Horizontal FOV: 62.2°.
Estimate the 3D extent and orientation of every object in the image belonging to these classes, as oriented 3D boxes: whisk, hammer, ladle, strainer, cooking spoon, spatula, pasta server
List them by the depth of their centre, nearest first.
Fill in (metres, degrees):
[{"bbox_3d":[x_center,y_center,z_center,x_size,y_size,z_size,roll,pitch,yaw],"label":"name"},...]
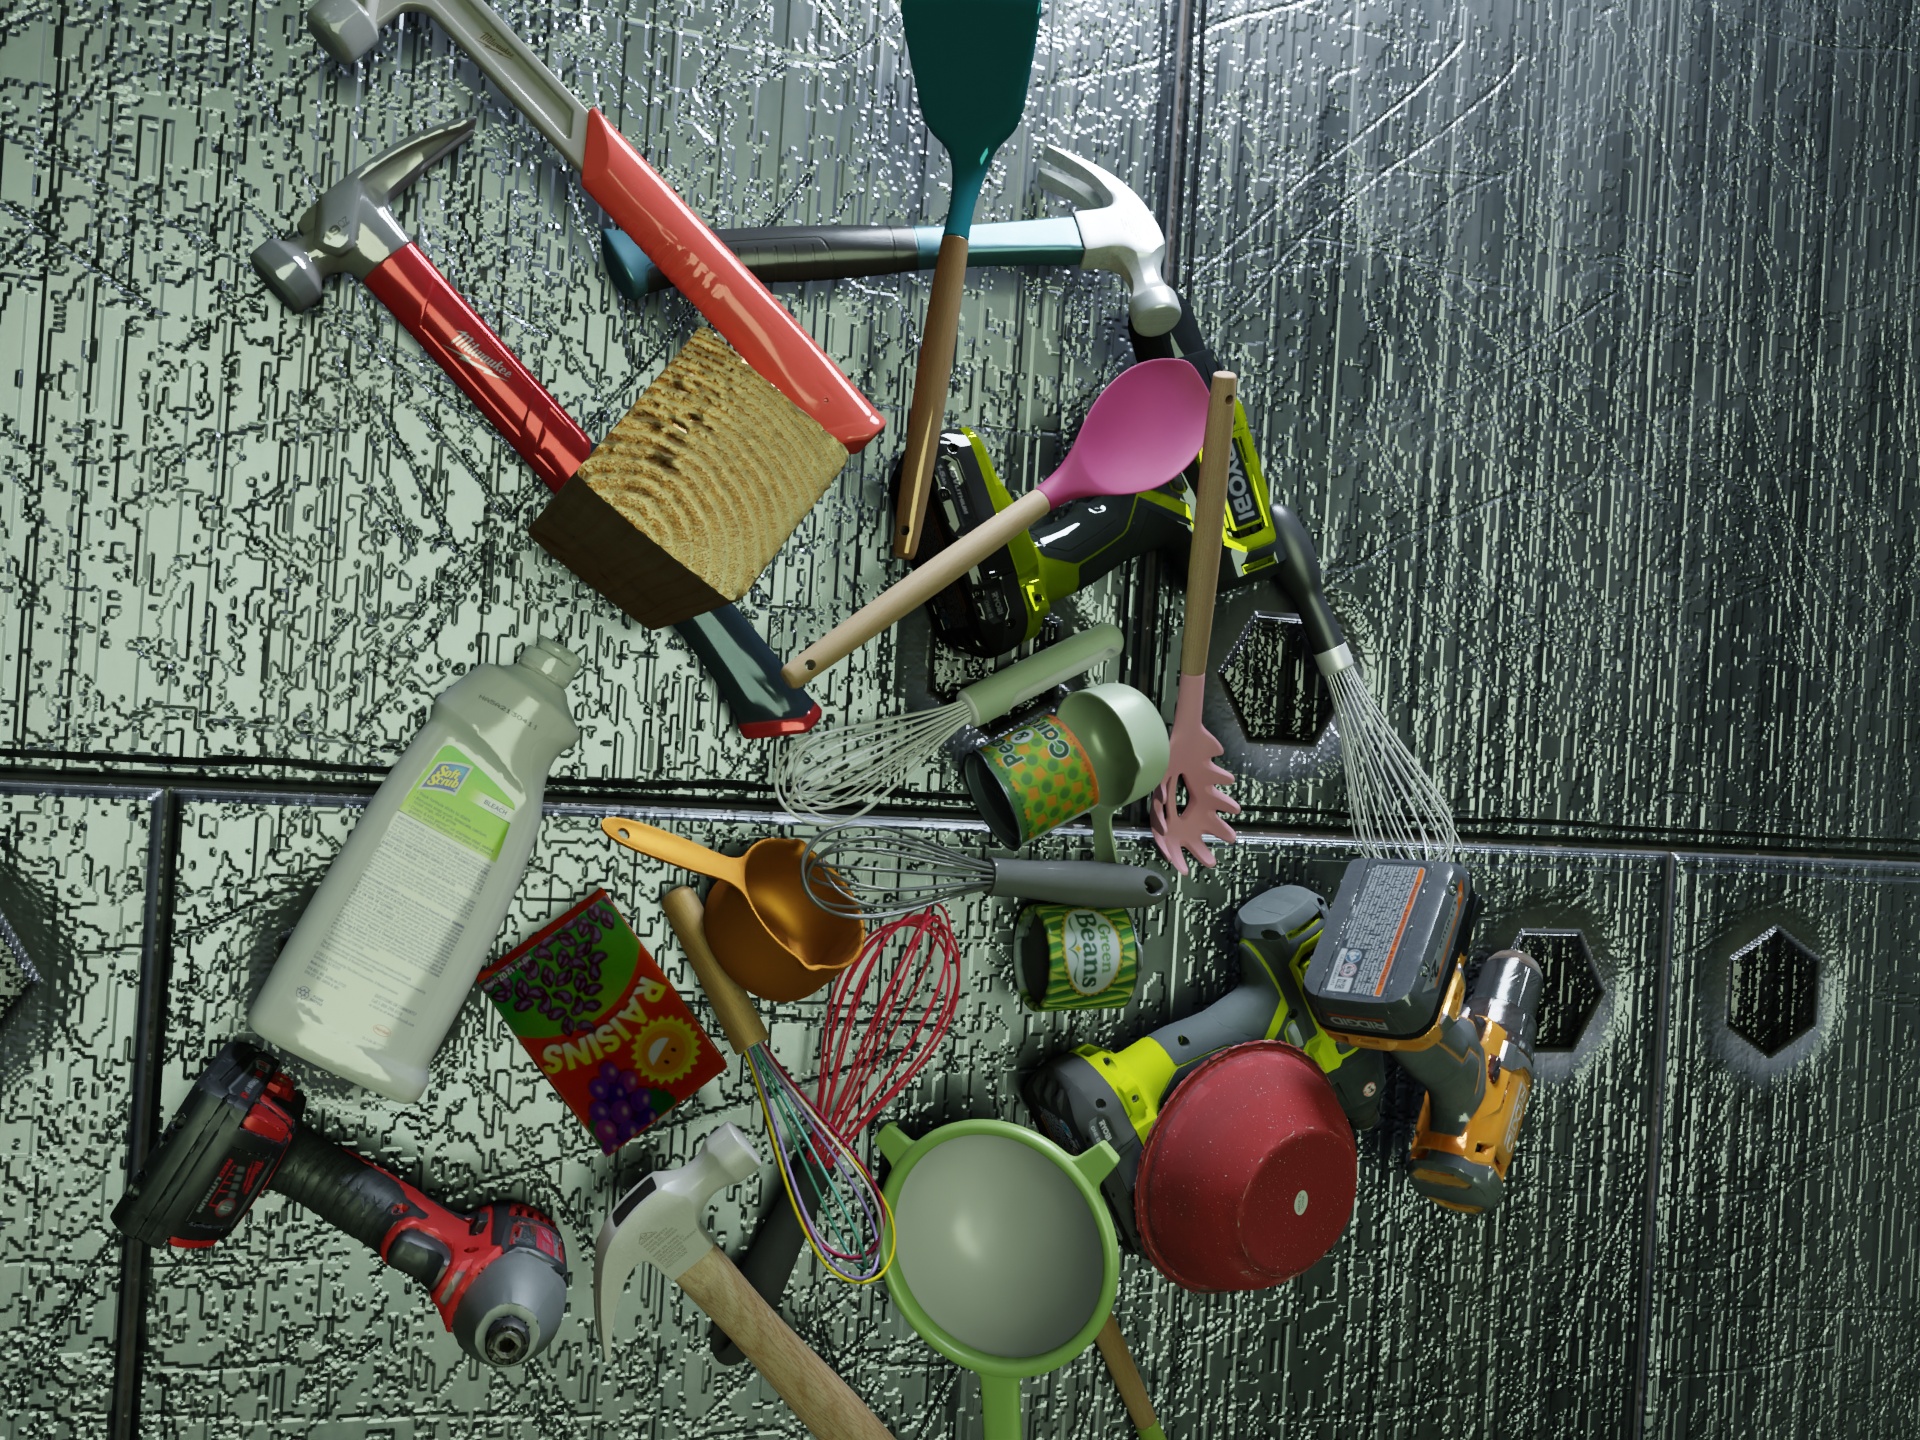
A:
[{"bbox_3d":[-0.168,-0.289,0.862,0.359,0.037,0.149,46,75,-7],"label":"hammer"},{"bbox_3d":[-0.012,-0.247,0.887,0.082,0.044,0.317,7,85,16],"label":"spatula"},{"bbox_3d":[-0.203,-0.148,0.896,0.143,0.038,0.386,-44,104,-15],"label":"hammer"},{"bbox_3d":[0.027,-0.111,0.899,0.319,0.017,0.068,-37,105,-21],"label":"cooking spoon"},{"bbox_3d":[-0.105,0.203,0.899,0.047,0.051,0.245,-27,77,-11],"label":"whisk"},{"bbox_3d":[-0.091,0.384,0.916,0.130,0.031,0.331,-38,112,-9],"label":"hammer"},{"bbox_3d":[0.018,0.094,0.931,0.238,0.055,0.055,6,89,-24],"label":"whisk"},{"bbox_3d":[-0.041,-0.276,0.933,0.331,0.033,0.128,-7,66,-13],"label":"hammer"},{"bbox_3d":[-0.075,0.242,0.937,0.073,0.073,0.296,26,87,-17],"label":"whisk"},{"bbox_3d":[0.032,0.358,0.953,0.151,0.069,0.256,-1,93,22],"label":"strainer"},{"bbox_3d":[0.148,-0.052,0.960,0.060,0.040,0.316,-13,121,-27],"label":"pasta server"},{"bbox_3d":[-0.002,-0.003,0.964,0.246,0.057,0.059,-26,69,-21],"label":"whisk"},{"bbox_3d":[0.112,0.424,1.003,0.078,0.062,0.320,-25,96,-16],"label":"ladle"},{"bbox_3d":[0.258,-0.011,1.050,0.070,0.070,0.284,-25,93,-17],"label":"whisk"}]

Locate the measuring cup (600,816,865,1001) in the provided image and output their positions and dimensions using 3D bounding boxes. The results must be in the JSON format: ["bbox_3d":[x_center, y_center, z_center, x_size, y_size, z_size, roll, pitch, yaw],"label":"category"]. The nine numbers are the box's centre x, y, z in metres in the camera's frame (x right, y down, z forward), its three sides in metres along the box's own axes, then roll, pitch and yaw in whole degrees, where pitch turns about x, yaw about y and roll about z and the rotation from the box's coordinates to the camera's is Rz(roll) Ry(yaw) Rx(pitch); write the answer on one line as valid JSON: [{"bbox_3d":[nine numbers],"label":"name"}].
[{"bbox_3d":[-0.136,0.101,0.886,0.173,0.095,0.052,27,124,-31],"label":"measuring cup"}]

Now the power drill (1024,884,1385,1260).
[{"bbox_3d":[0.167,0.232,1.009,0.223,0.080,0.171,-29,105,-19],"label":"power drill"}]

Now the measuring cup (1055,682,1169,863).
[{"bbox_3d":[0.102,0.055,0.996,0.038,0.083,0.167,-22,115,-32],"label":"measuring cup"}]

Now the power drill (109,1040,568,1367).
[{"bbox_3d":[-0.302,0.258,0.814,0.219,0.143,0.078,32,83,-14],"label":"power drill"}]

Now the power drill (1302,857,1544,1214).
[{"bbox_3d":[0.311,0.179,1.014,0.226,0.084,0.185,55,51,-33],"label":"power drill"}]

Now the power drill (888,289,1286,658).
[{"bbox_3d":[0.079,-0.149,0.973,0.228,0.080,0.190,-21,98,-20],"label":"power drill"}]
